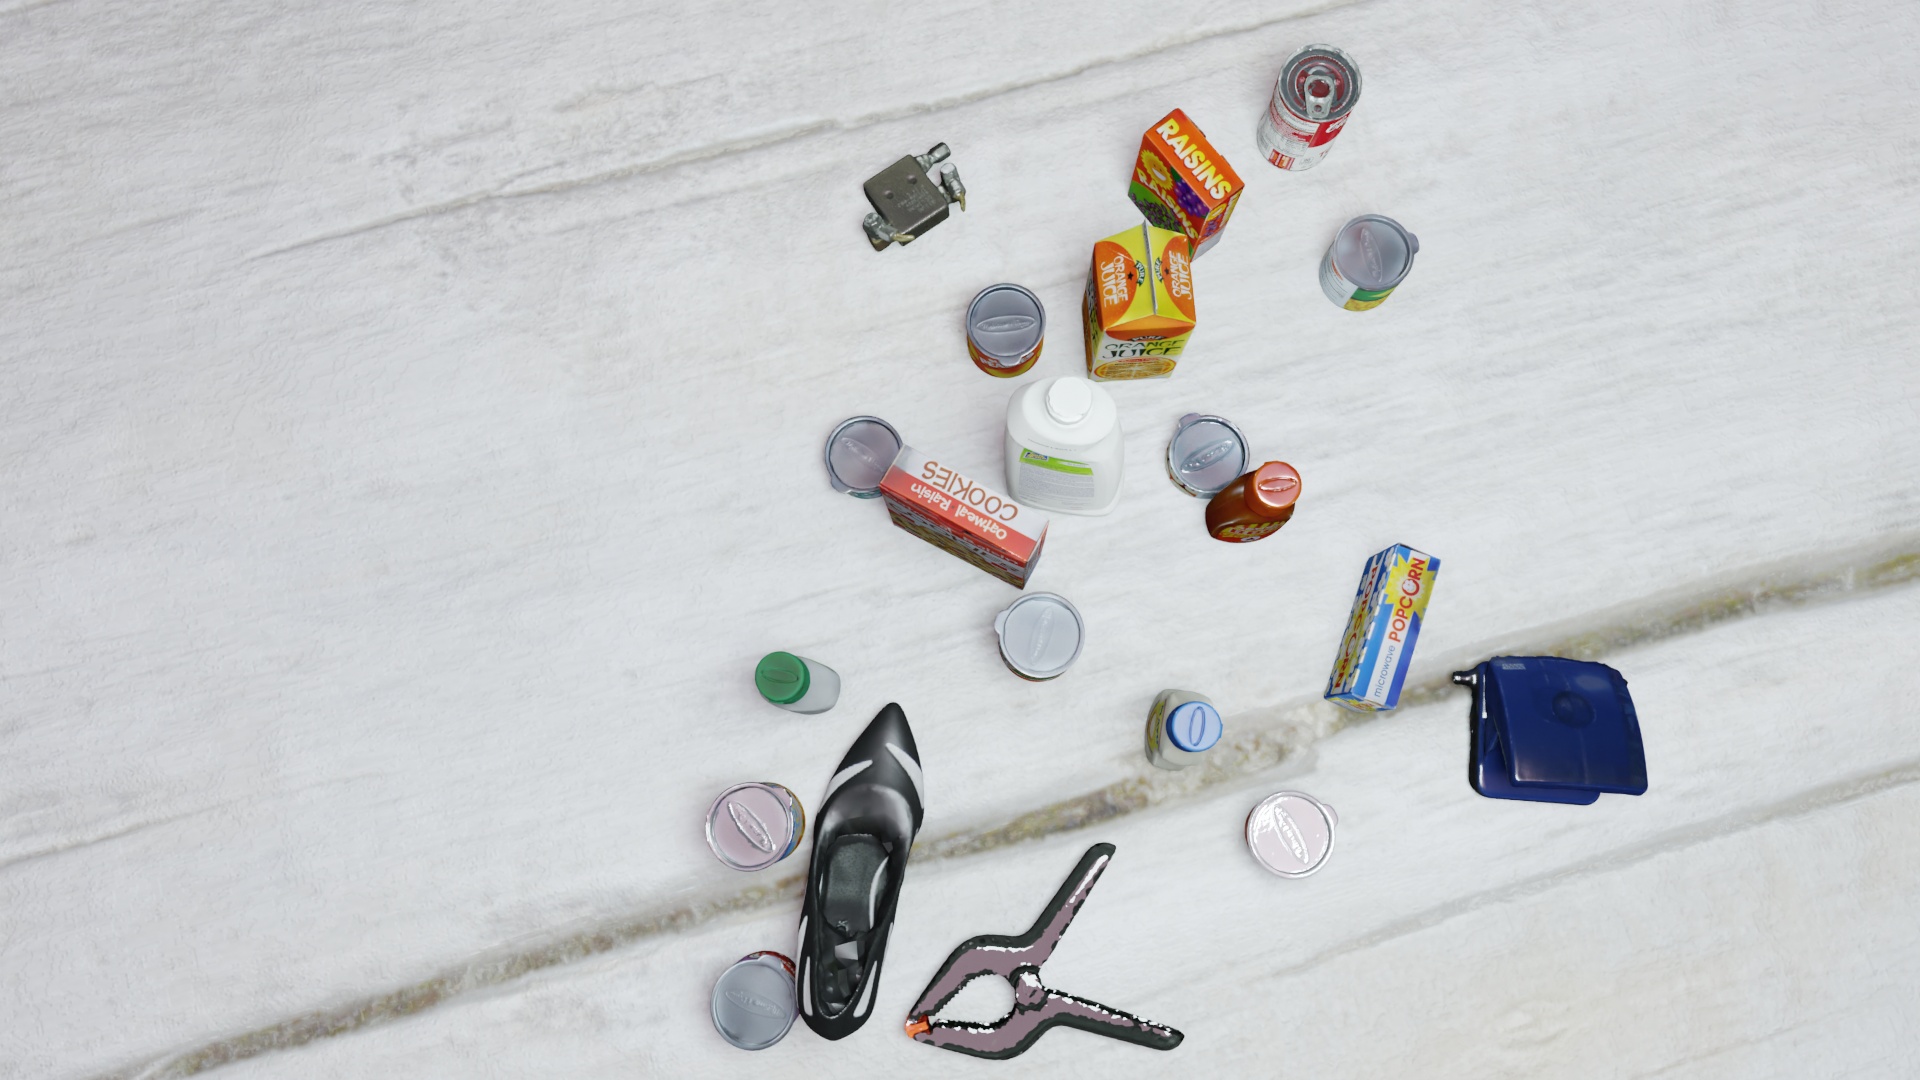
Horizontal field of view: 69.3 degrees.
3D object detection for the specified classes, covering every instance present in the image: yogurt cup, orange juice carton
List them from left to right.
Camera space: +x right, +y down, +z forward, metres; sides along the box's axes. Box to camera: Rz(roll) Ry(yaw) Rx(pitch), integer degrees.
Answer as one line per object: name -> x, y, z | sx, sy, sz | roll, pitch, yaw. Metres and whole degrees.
orange juice carton -> 0.140, -0.185, 1.096 | 0.073, 0.192, 0.072 | -4, 81, 0
yogurt cup -> 0.255, 0.230, 1.092 | 0.072, 0.054, 0.072 | 0, 80, 1

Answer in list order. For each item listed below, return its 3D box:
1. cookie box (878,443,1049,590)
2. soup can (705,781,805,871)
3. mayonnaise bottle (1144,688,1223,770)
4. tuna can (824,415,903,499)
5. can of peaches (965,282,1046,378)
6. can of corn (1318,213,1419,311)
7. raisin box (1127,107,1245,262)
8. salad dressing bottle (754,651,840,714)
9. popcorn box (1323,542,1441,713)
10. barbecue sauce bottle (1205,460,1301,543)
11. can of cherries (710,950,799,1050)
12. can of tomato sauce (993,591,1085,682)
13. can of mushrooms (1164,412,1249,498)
cookie box -> 0.004, -0.014, 1.081 | 0.123, 0.167, 0.040 | 27, 82, 5
soup can -> -0.156, 0.220, 1.085 | 0.071, 0.083, 0.071 | 0, 81, 1
mayonnaise bottle -> 0.170, 0.143, 1.061 | 0.041, 0.148, 0.065 | 10, 81, 3
tuna can -> -0.080, -0.067, 1.159 | 0.071, 0.033, 0.071 | 0, 80, 1
can of peaches -> 0.038, -0.172, 1.163 | 0.071, 0.058, 0.071 | 0, 80, 1
can of corn -> 0.343, -0.233, 1.169 | 0.071, 0.058, 0.071 | 0, 80, 1
raisin box -> 0.185, -0.290, 1.148 | 0.040, 0.123, 0.086 | -37, 82, -5
salad dressing bottle -> -0.128, 0.110, 1.071 | 0.064, 0.147, 0.044 | 9, 81, 3
popcorn box -> 0.334, 0.072, 1.103 | 0.038, 0.085, 0.127 | 20, 81, 4
barbecue sauce bottle -> 0.234, -0.030, 1.090 | 0.065, 0.148, 0.044 | -6, 81, 0
can of cherries -> -0.154, 0.352, 1.075 | 0.071, 0.058, 0.071 | 0, 80, 1
can of tomato sauce -> 0.061, 0.078, 1.107 | 0.071, 0.083, 0.071 | 0, 81, 1
can of mushrooms -> 0.204, -0.071, 1.155 | 0.071, 0.033, 0.071 | 0, 80, 1
